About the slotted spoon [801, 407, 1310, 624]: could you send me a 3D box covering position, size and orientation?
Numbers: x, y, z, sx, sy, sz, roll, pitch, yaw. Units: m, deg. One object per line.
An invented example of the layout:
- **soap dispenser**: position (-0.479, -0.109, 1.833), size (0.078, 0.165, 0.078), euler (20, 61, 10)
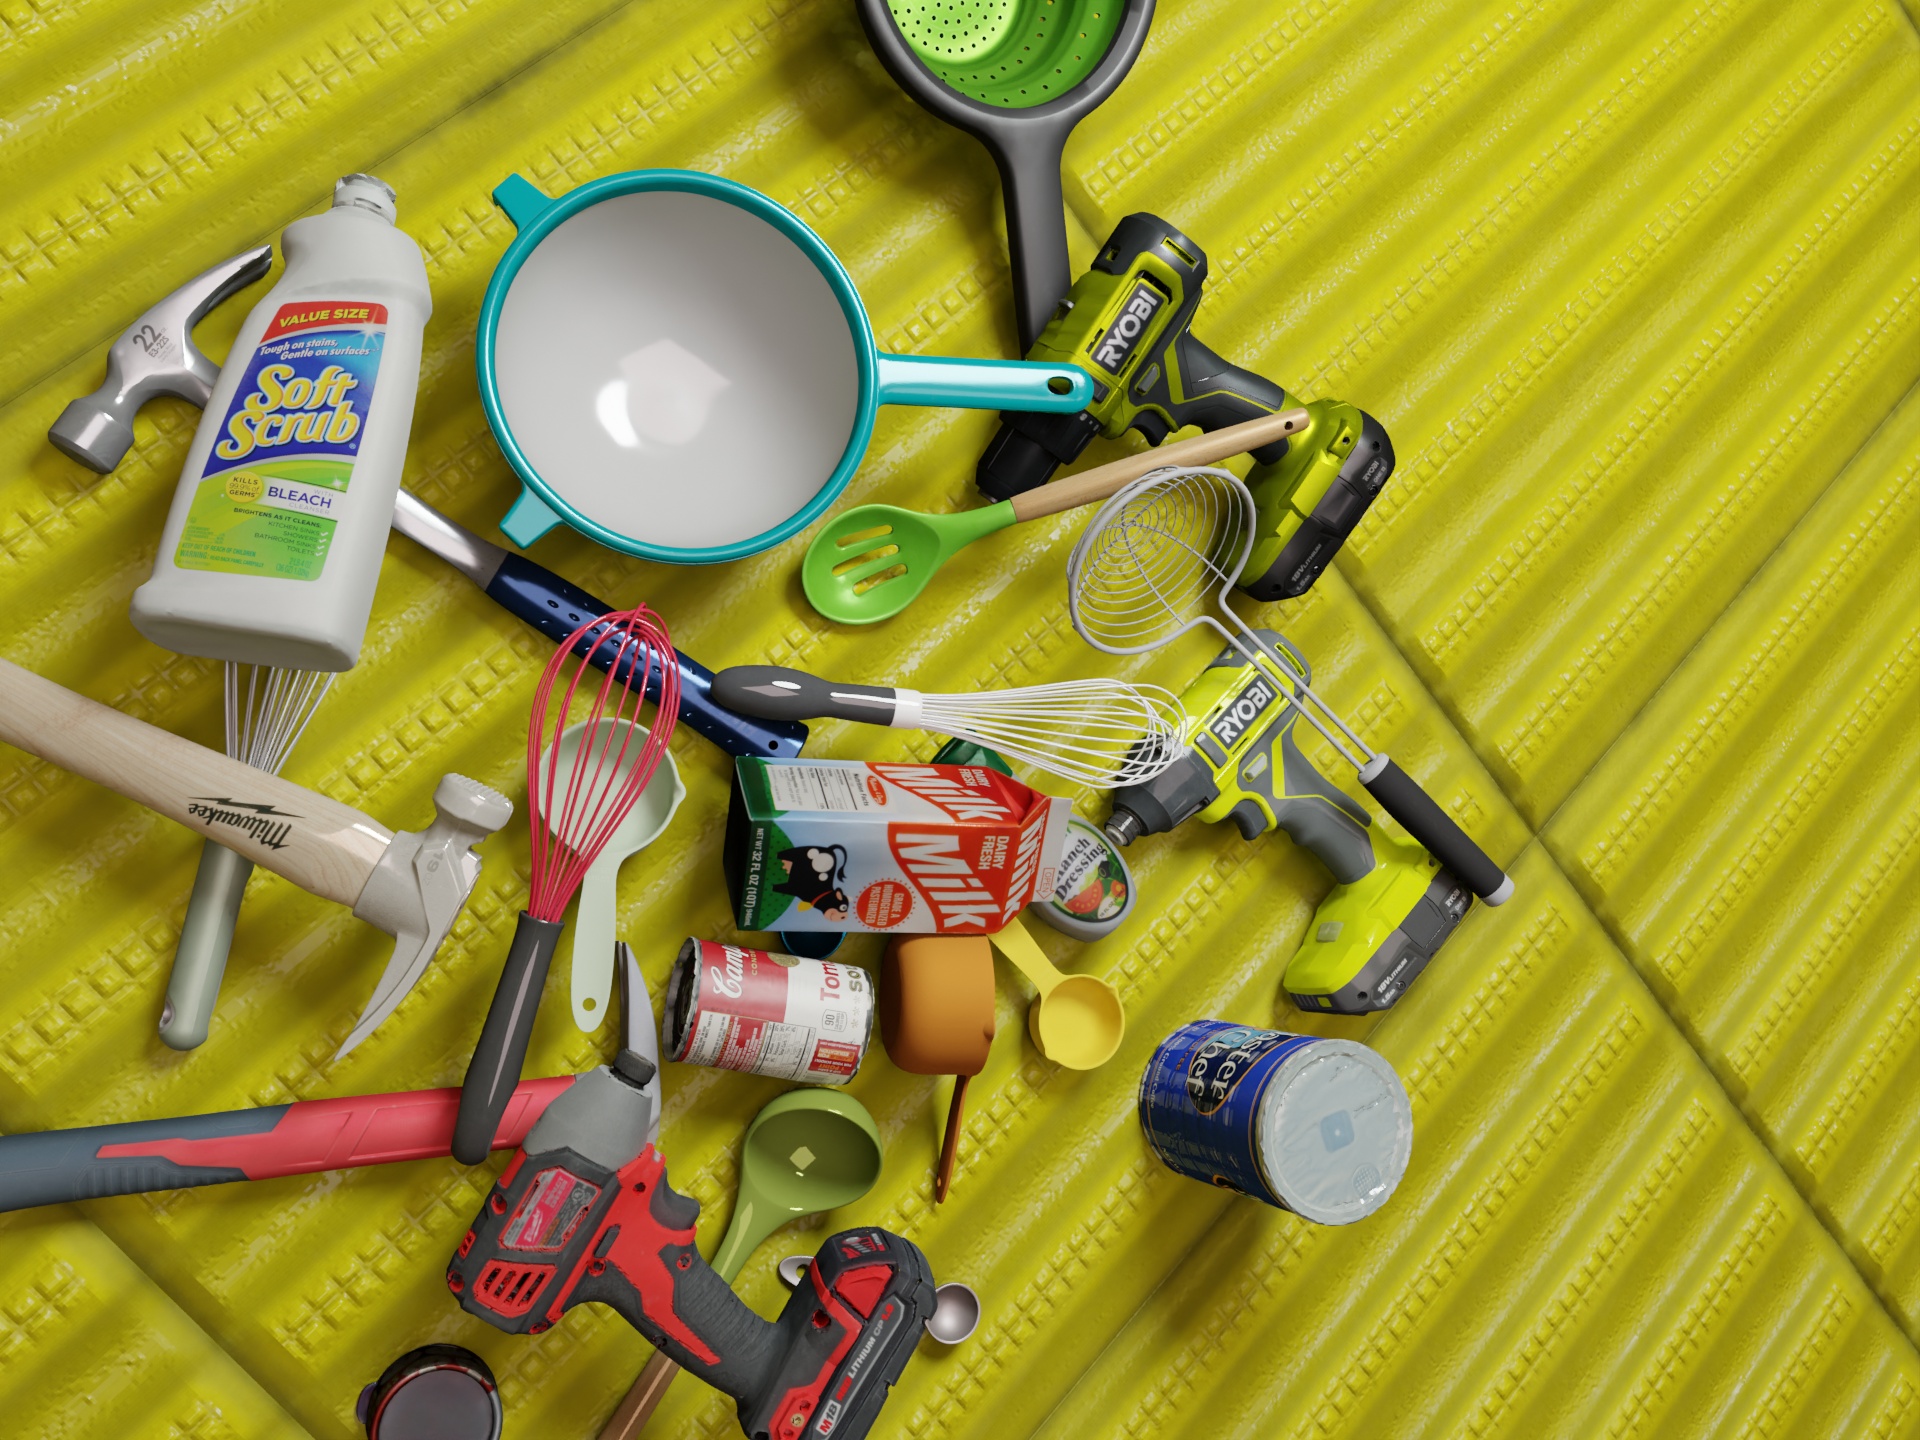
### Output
- **slotted spoon**: position (0.056, -0.129, 0.940), size (0.314, 0.031, 0.070), euler (-18, 111, 0)

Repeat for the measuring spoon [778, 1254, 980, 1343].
- **measuring spoon**: position (-0.047, 0.330, 0.920), size (0.124, 0.018, 0.034), euler (20, 78, -13)

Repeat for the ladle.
- **ladle**: position (-0.149, 0.339, 0.853), size (0.078, 0.062, 0.320), euler (38, 75, -17)

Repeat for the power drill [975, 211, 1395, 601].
- **power drill**: position (0.136, -0.172, 0.986), size (0.228, 0.080, 0.190), euler (31, 98, -21)

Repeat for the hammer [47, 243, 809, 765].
- **hammer**: position (-0.257, -0.092, 0.859), size (0.405, 0.035, 0.144), euler (34, 74, -16)

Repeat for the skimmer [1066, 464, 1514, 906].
- **skimmer**: position (0.211, -0.004, 0.944), size (0.363, 0.090, 0.127), euler (43, 99, -10)

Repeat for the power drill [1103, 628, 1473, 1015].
- **power drill**: position (0.205, 0.076, 1.015), size (0.223, 0.080, 0.171), euler (48, 69, -8)

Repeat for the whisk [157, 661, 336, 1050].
- **whisk**: position (-0.360, 0.044, 0.800), size (0.059, 0.058, 0.246), euler (17, 83, -41)

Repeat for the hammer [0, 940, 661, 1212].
- **hammer**: position (-0.345, 0.195, 0.795), size (0.386, 0.038, 0.143), euler (-1, 84, -23)

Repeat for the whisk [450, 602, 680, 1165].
- **whisk**: position (-0.206, 0.081, 0.803), size (0.073, 0.073, 0.296), euler (18, 88, -20)

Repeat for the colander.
- **colander**: position (0.021, -0.379, 0.984), size (0.204, 0.095, 0.397), euler (-15, 109, -23)

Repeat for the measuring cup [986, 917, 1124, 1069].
- **measuring cup**: position (0.037, 0.146, 0.966), size (0.062, 0.029, 0.156), euler (-41, 93, -21)

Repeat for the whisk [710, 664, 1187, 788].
- **whisk**: position (-0.002, -0.002, 0.910), size (0.284, 0.070, 0.070), euler (7, 83, -16)

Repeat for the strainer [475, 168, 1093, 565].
- **strainer**: position (-0.097, -0.186, 0.896), size (0.340, 0.095, 0.211), euler (-1, 87, -19)

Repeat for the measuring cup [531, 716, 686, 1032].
- **measuring cup**: position (-0.195, 0.083, 0.856), size (0.083, 0.038, 0.168), euler (6, 76, -15)

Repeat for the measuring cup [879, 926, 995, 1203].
- **measuring cup**: position (-0.022, 0.199, 0.914), size (0.052, 0.095, 0.173), euler (5, 102, -15)

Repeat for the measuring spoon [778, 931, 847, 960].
- **measuring spoon**: position (-0.053, 0.107, 0.938), size (0.128, 0.021, 0.042), euler (-15, 95, -32)

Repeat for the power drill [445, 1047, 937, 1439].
- **power drill**: position (-0.130, 0.271, 0.806), size (0.219, 0.078, 0.143), euler (31, 83, -10)

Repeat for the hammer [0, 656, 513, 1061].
- **hammer**: position (-0.430, 0.010, 0.748), size (0.410, 0.038, 0.146), euler (28, 88, -8)
